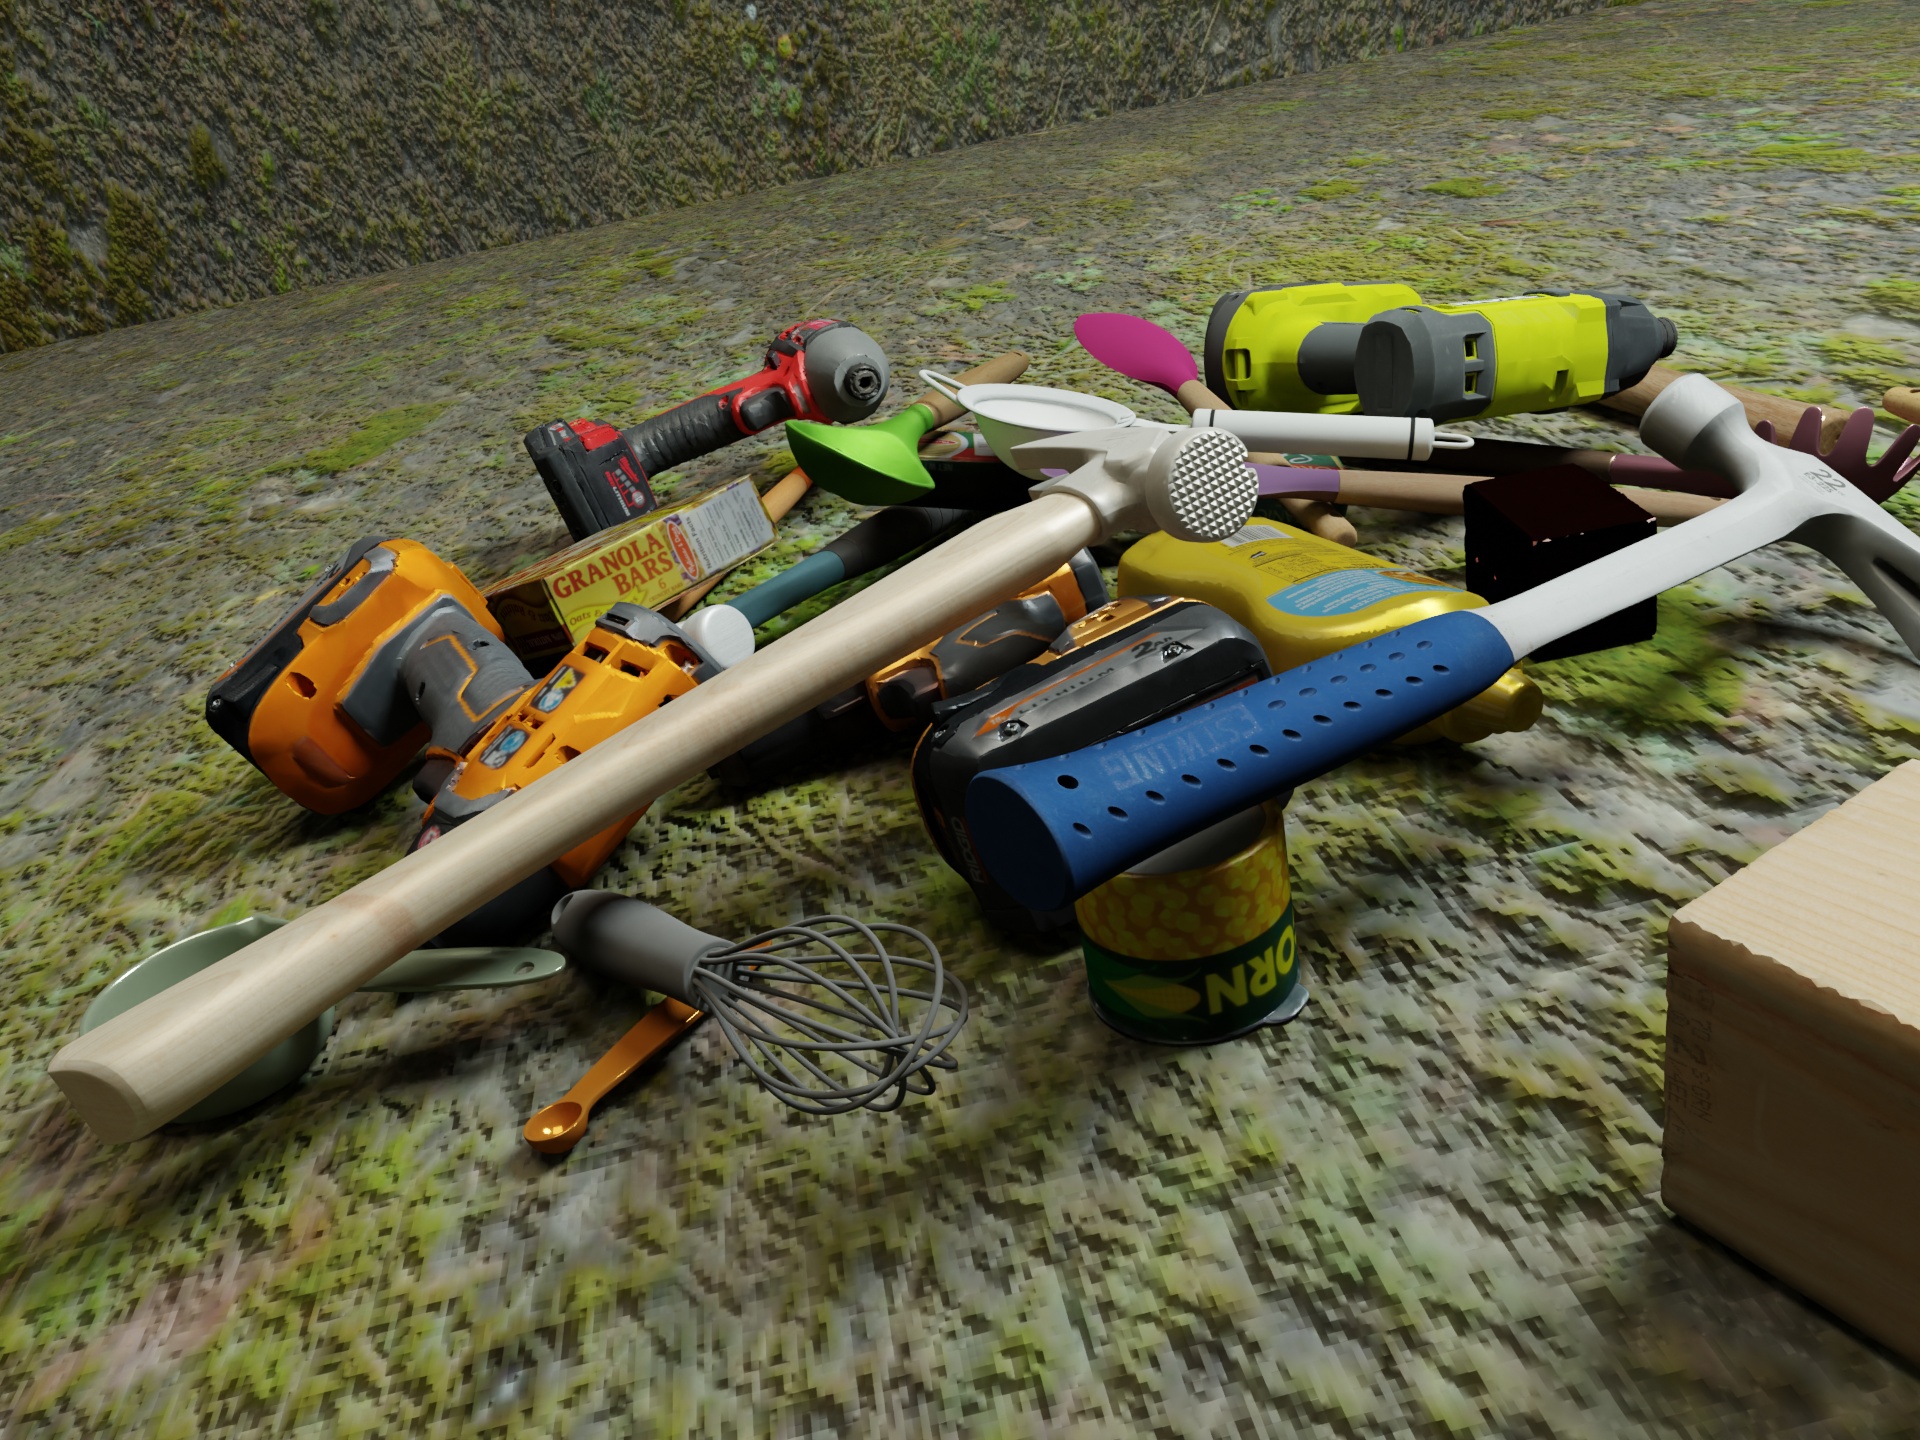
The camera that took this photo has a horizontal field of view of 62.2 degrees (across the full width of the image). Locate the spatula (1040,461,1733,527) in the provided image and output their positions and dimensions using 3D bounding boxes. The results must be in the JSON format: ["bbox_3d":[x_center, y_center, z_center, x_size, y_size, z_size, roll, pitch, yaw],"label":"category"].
[{"bbox_3d":[0.192,-0.101,0.704,0.316,0.018,0.060,4,25,-3],"label":"spatula"}]

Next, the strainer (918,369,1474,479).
[{"bbox_3d":[0.106,-0.134,0.744,0.258,0.050,0.087,5,23,13],"label":"strainer"}]

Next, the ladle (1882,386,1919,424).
[{"bbox_3d":[0.439,-0.080,0.552,0.069,0.031,0.316,-16,25,-6],"label":"ladle"}]

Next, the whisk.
[{"bbox_3d":[-0.075,0.075,0.486,0.055,0.055,0.239,-29,18,-31],"label":"whisk"}]

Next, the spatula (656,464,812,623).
[{"bbox_3d":[-0.107,-0.124,0.960,0.081,0.041,0.323,0,32,25],"label":"spatula"}]

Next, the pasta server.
[{"bbox_3d":[0.304,-0.134,0.789,0.060,0.040,0.316,21,-2,-40],"label":"pasta server"}]

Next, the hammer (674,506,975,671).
[{"bbox_3d":[-0.060,-0.081,0.812,0.128,0.033,0.331,-15,14,40],"label":"hammer"}]

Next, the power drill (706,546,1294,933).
[{"bbox_3d":[-0.001,-0.002,0.605,0.185,0.084,0.226,-25,24,-11],"label":"power drill"}]

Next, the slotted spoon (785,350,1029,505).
[{"bbox_3d":[-0.011,-0.155,0.799,0.070,0.031,0.314,26,27,7],"label":"slotted spoon"}]

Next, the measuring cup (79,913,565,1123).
[{"bbox_3d":[-0.208,0.100,0.534,0.167,0.038,0.083,-5,27,9],"label":"measuring cup"}]

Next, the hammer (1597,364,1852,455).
[{"bbox_3d":[0.359,-0.193,0.891,0.130,0.031,0.332,-19,27,-13],"label":"hammer"}]

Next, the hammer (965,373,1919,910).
[{"bbox_3d":[0.178,-0.025,0.509,0.405,0.035,0.144,-21,54,-32],"label":"hammer"}]

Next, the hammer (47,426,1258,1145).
[{"bbox_3d":[-0.097,0.006,0.537,0.410,0.038,0.146,-32,19,-17],"label":"hammer"}]

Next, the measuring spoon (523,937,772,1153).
[{"bbox_3d":[-0.096,0.103,0.513,0.021,0.011,0.117,-3,23,34],"label":"measuring spoon"}]

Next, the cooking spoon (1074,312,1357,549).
[{"bbox_3d":[0.129,-0.161,0.827,0.068,0.017,0.319,1,32,-17],"label":"cooking spoon"}]

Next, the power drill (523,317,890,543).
[{"bbox_3d":[-0.148,-0.180,0.976,0.219,0.078,0.143,-28,25,-10],"label":"power drill"}]

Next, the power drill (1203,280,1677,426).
[{"bbox_3d":[0.246,-0.195,0.847,0.171,0.080,0.223,-11,17,-20],"label":"power drill"}]

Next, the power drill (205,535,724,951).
[{"bbox_3d":[-0.214,0.011,0.647,0.227,0.084,0.164,19,63,42],"label":"power drill"}]
